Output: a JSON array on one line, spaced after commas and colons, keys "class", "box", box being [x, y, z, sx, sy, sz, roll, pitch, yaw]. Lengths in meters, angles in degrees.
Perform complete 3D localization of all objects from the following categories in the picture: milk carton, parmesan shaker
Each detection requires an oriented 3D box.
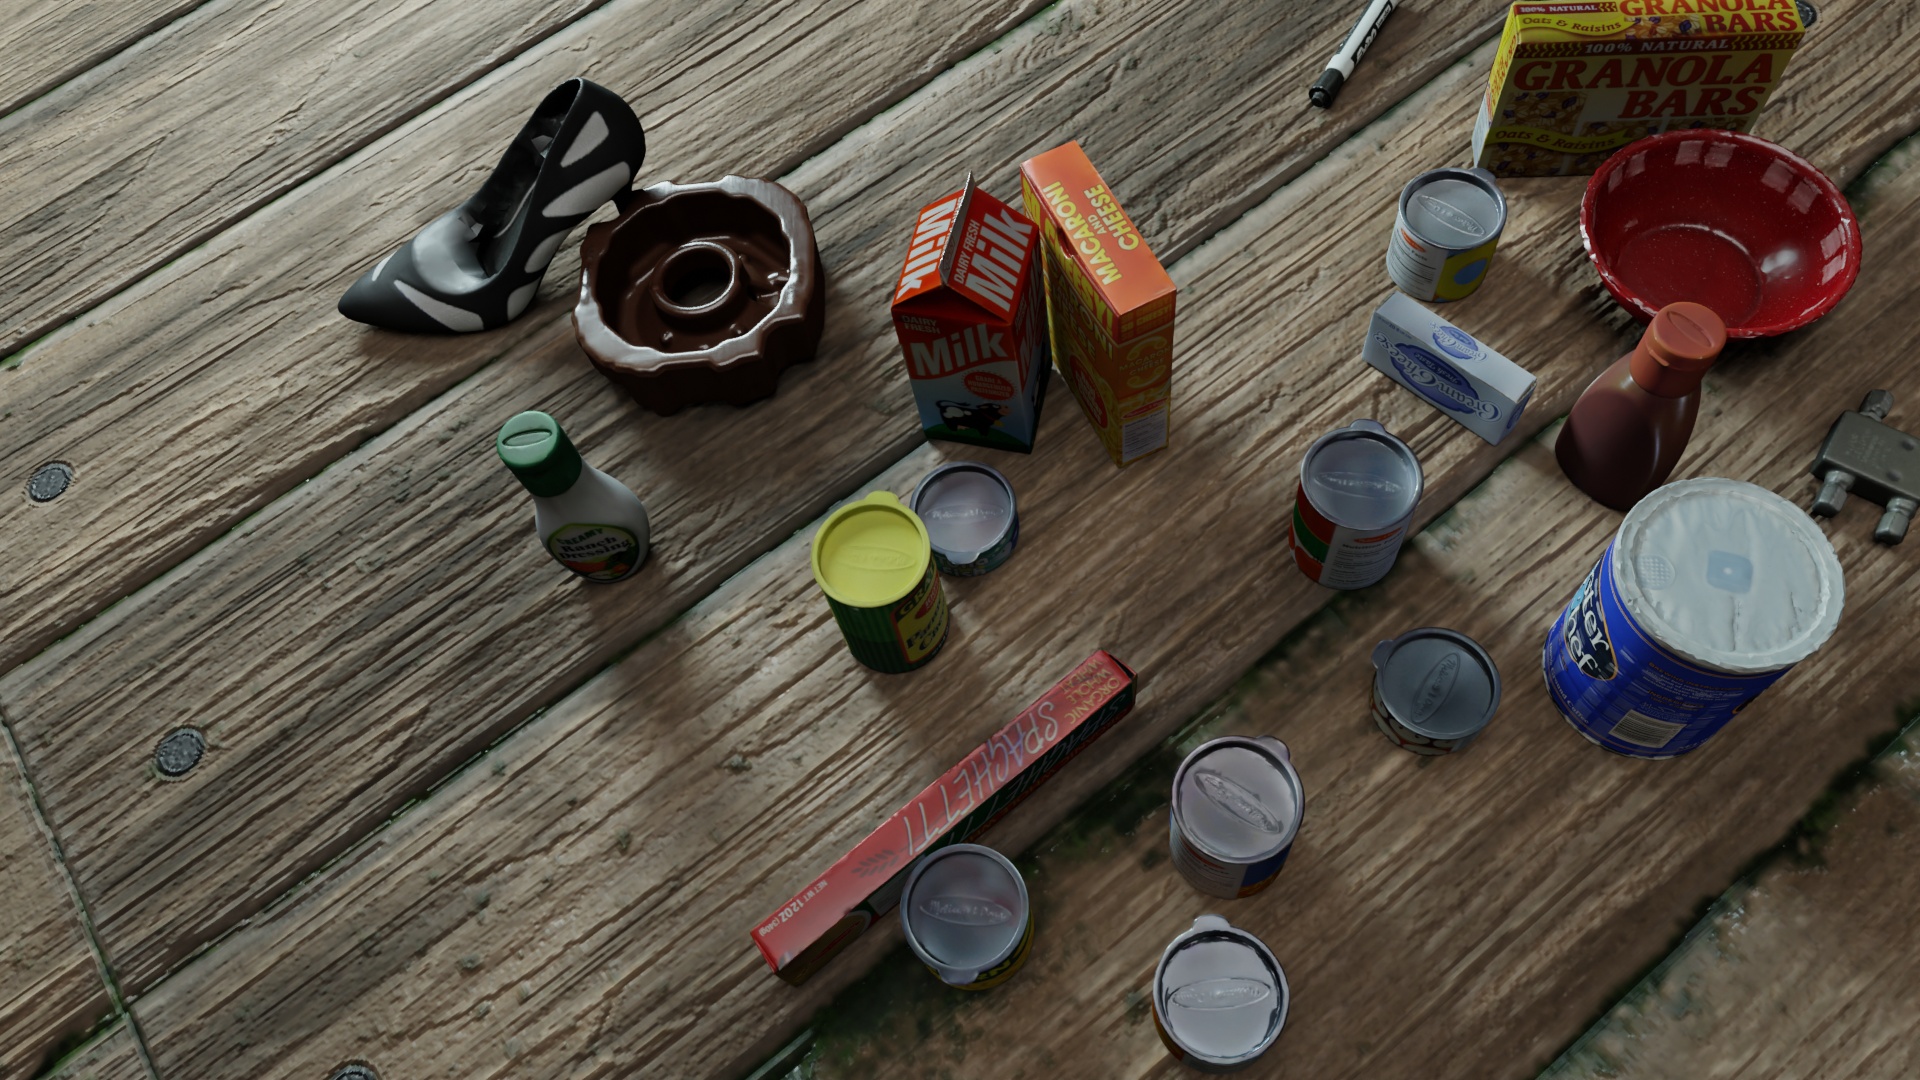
[{"class": "milk carton", "box": [0.008, -0.132, 0.828, 0.073, 0.189, 0.072, 10, 65, 12]}, {"class": "parmesan shaker", "box": [-0.043, 0.026, 0.803, 0.071, 0.102, 0.071, -3, 63, 6]}]

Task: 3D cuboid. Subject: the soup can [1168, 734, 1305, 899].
[{"class": "soup can", "box": [0.145, 0.145, 0.731, 0.071, 0.083, 0.071, -3, 63, 6]}]

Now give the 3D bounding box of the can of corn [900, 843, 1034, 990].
[{"class": "can of corn", "box": [0.005, 0.202, 0.733, 0.071, 0.058, 0.071, -3, 63, 6]}]

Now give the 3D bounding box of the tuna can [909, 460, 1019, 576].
[{"class": "tuna can", "box": [0.003, -0.011, 0.856, 0.071, 0.032, 0.071, -3, 63, 6]}]

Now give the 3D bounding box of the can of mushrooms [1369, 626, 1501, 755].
[{"class": "can of mushrooms", "box": [0.262, 0.083, 0.776, 0.071, 0.033, 0.071, -3, 63, 6]}]

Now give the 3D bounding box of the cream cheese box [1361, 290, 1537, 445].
[{"class": "cream cheese box", "box": [0.300, -0.106, 0.857, 0.104, 0.053, 0.024, 40, 74, 23]}]

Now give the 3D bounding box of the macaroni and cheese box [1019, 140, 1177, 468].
[{"class": "macaroni and cheese box", "box": [0.082, -0.137, 0.835, 0.040, 0.165, 0.124, -25, 63, -6]}]

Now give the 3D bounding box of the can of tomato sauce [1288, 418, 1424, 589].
[{"class": "can of tomato sauce", "box": [0.226, -0.019, 0.805, 0.071, 0.082, 0.071, -3, 63, 6]}]

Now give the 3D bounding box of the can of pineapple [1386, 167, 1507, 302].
[{"class": "can of pineapple", "box": [0.315, -0.198, 0.899, 0.071, 0.057, 0.071, -3, 63, 6]}]

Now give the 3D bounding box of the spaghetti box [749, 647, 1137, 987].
[{"class": "spaghetti box", "box": [-0.004, 0.150, 0.765, 0.250, 0.050, 0.029, -38, 65, -12]}]

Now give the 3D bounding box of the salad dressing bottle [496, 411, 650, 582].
[{"class": "salad dressing bottle", "box": [-0.230, -0.024, 0.826, 0.064, 0.147, 0.044, -11, 63, 2]}]

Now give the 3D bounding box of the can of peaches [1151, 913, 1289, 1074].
[{"class": "can of peaches", "box": [0.130, 0.231, 0.703, 0.071, 0.057, 0.071, -3, 63, 6]}]

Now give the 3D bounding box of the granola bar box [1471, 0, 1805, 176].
[{"class": "granola bar box", "box": [0.428, -0.292, 0.896, 0.165, 0.123, 0.039, 0, 64, 7]}]

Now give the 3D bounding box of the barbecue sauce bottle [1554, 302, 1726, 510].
[{"class": "barbecue sauce bottle", "box": [0.382, -0.075, 0.778, 0.044, 0.148, 0.065, -34, 65, -10]}]
